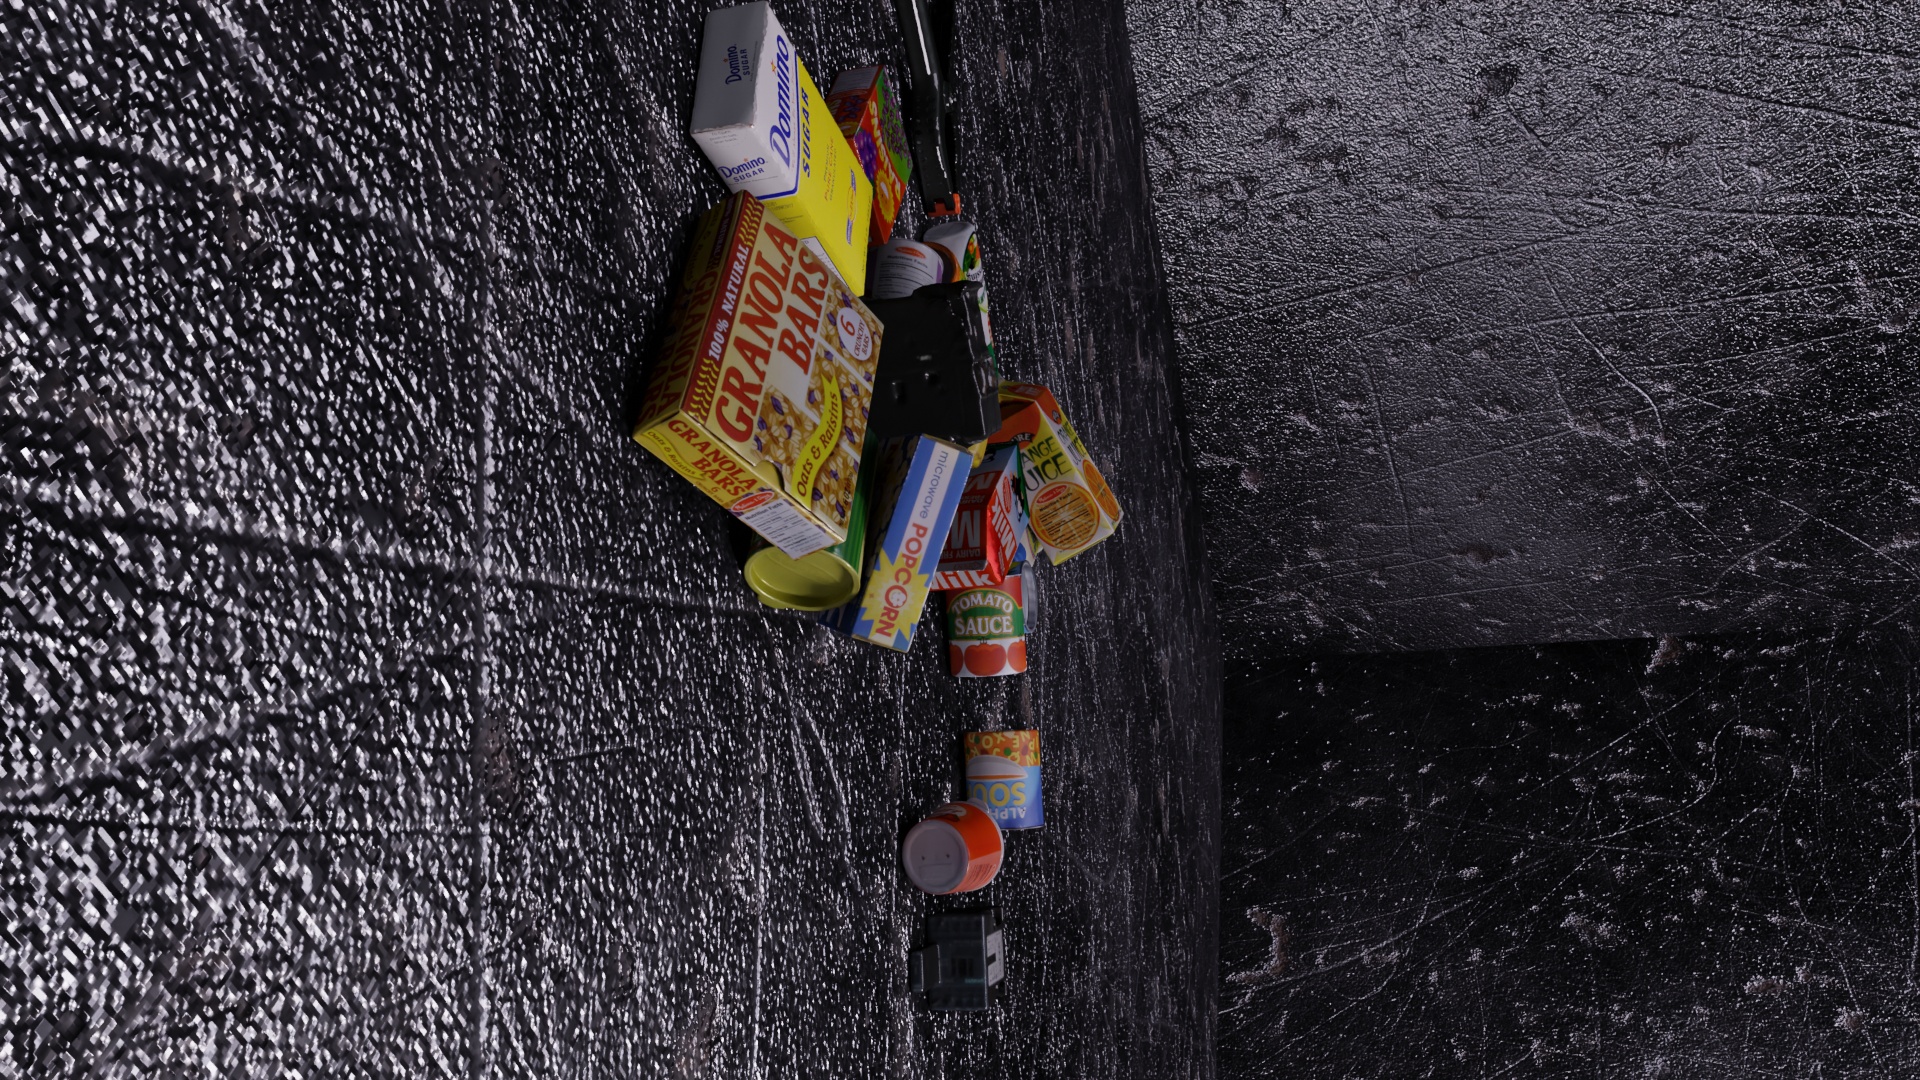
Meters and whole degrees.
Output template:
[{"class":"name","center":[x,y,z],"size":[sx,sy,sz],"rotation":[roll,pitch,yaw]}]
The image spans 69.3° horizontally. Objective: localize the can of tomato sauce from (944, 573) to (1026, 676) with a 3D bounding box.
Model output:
[{"class":"can of tomato sauce","center":[0.021,0.072,1.183],"size":[0.071,0.071,0.083],"rotation":[-2,88,-75]}]

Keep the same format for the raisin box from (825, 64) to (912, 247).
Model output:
[{"class":"raisin box","center":[-0.072,-0.278,1.004],"size":[0.124,0.040,0.085],"rotation":[-80,159,-48]}]

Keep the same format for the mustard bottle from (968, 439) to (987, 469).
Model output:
[{"class":"mustard bottle","center":[-0.012,-0.135,1.133],"size":[0.048,0.065,0.161],"rotation":[81,6,-69]}]

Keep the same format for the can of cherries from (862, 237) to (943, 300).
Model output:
[{"class":"can of cherries","center":[-0.047,-0.176,1.015],"size":[0.071,0.071,0.058],"rotation":[58,31,-60]}]

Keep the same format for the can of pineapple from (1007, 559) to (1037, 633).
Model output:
[{"class":"can of pineapple","center":[0.034,0.053,1.252],"size":[0.071,0.058,0.071],"rotation":[-7,91,-75]}]

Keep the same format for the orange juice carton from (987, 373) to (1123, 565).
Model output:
[{"class":"orange juice carton","center":[0.078,-0.081,1.363],"size":[0.192,0.073,0.072],"rotation":[58,20,-6]}]

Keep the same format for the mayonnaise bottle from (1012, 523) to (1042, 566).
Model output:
[{"class":"mayonnaise bottle","center":[0.054,0.001,1.373],"size":[0.149,0.041,0.064],"rotation":[-59,136,-66]}]

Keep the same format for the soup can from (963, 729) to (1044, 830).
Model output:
[{"class":"soup can","center":[0.036,0.206,1.197],"size":[0.071,0.071,0.084],"rotation":[25,61,-73]}]

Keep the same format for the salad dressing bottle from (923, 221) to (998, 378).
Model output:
[{"class":"salad dressing bottle","center":[0.003,-0.210,1.249],"size":[0.064,0.044,0.147],"rotation":[-64,146,-55]}]

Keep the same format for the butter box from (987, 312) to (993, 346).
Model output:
[{"class":"butter box","center":[0.007,-0.222,1.305],"size":[0.053,0.024,0.103],"rotation":[-61,143,-63]}]

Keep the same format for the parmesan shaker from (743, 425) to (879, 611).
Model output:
[{"class":"parmesan shaker","center":[-0.088,-0.018,0.820],"size":[0.071,0.071,0.103],"rotation":[66,23,-50]}]

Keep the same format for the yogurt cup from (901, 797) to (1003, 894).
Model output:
[{"class":"yogurt cup","center":[-0.008,0.231,1.033],"size":[0.054,0.072,0.072],"rotation":[7,78,-67]}]

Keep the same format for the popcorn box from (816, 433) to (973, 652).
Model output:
[{"class":"popcorn box","center":[-0.041,-0.001,0.841],"size":[0.085,0.038,0.127],"rotation":[7,-103,69]}]

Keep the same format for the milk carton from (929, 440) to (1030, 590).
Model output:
[{"class":"milk carton","center":[0.004,-0.014,1.136],"size":[0.191,0.072,0.073],"rotation":[-62,144,-63]}]

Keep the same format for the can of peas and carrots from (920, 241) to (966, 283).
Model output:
[{"class":"can of peas and carrots","center":[-0.026,-0.195,1.100],"size":[0.058,0.071,0.071],"rotation":[57,32,-60]}]

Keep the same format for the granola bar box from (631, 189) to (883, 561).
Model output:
[{"class":"granola bar box","center":[-0.103,-0.091,0.754],"size":[0.124,0.039,0.166],"rotation":[41,41,-38]}]
